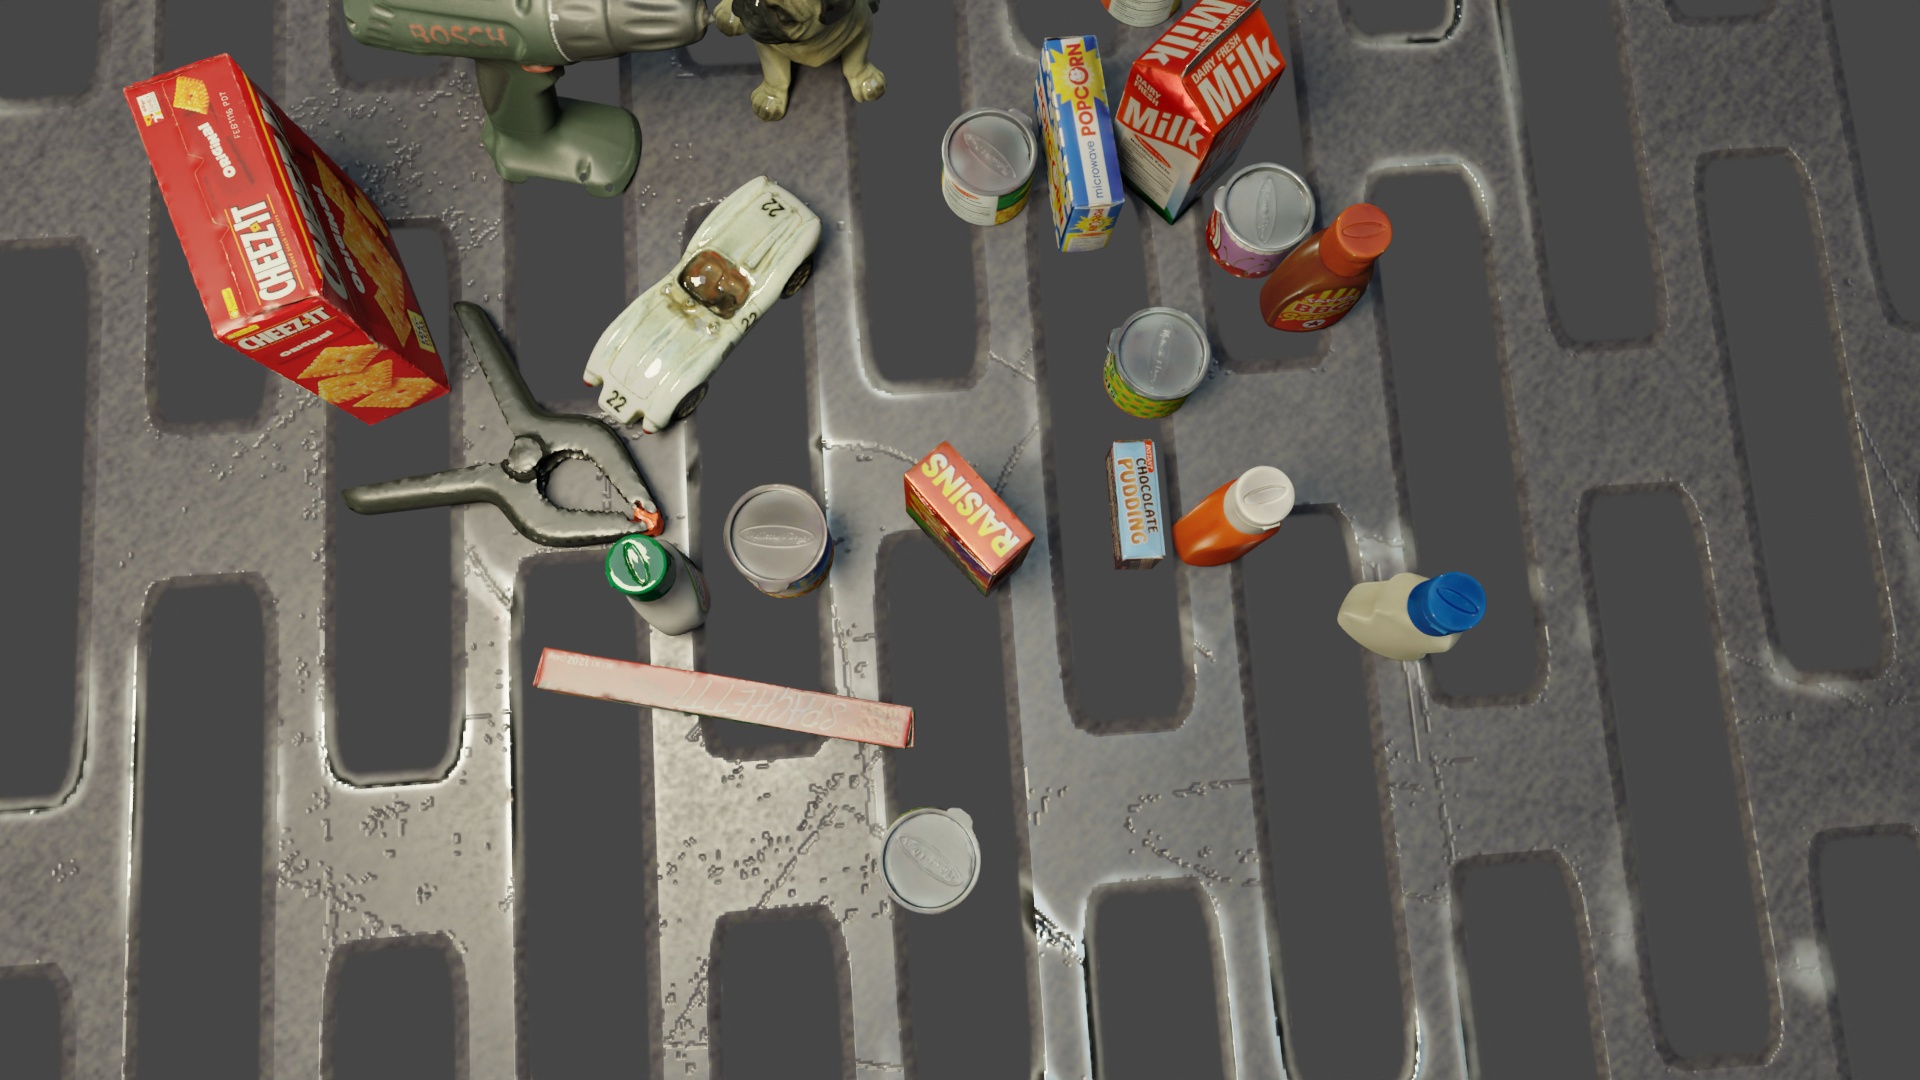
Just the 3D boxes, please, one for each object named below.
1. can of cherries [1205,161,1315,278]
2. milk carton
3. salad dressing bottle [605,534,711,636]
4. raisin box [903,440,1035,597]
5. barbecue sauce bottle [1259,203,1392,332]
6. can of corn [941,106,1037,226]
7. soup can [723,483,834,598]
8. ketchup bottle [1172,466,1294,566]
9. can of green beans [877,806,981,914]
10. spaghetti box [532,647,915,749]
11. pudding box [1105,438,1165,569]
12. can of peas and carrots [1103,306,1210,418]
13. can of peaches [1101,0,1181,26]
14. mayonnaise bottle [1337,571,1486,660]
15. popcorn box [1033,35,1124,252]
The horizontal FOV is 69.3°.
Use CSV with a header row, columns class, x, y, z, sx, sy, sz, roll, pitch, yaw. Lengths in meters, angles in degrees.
class,x,y,z,sx,sy,sz,roll,pitch,yaw
can of cherries,0.210,-0.228,0.990,0.071,0.058,0.071,0,81,-2
milk carton,0.156,-0.294,0.932,0.073,0.190,0.072,44,82,5
salad dressing bottle,-0.193,0.026,0.887,0.044,0.147,0.064,-24,82,-5
raisin box,0.003,-0.011,0.913,0.040,0.123,0.086,-41,84,-7
barbecue sauce bottle,0.249,-0.183,0.938,0.065,0.148,0.044,-6,81,-3
can of corn,0.021,-0.267,0.990,0.071,0.058,0.071,0,81,-2
soup can,-0.119,0.005,0.926,0.071,0.083,0.071,0,81,-2
ketchup bottle,0.182,-0.015,0.906,0.065,0.148,0.043,-16,82,-4
can of green beans,-0.021,0.207,0.908,0.071,0.057,0.071,0,81,-2
spaghetti box,-0.152,0.106,0.924,0.250,0.050,0.029,9,81,0
pudding box,0.120,-0.024,0.956,0.030,0.049,0.084,-3,81,-2
can of peas and carrots,0.133,-0.123,0.969,0.071,0.058,0.071,0,81,-2
can of peaches,0.137,-0.423,1.021,0.071,0.058,0.071,0,81,-2
mayonnaise bottle,0.295,0.047,0.900,0.065,0.148,0.041,30,81,3
popcorn box,0.082,-0.278,0.980,0.038,0.085,0.127,-8,81,-3
